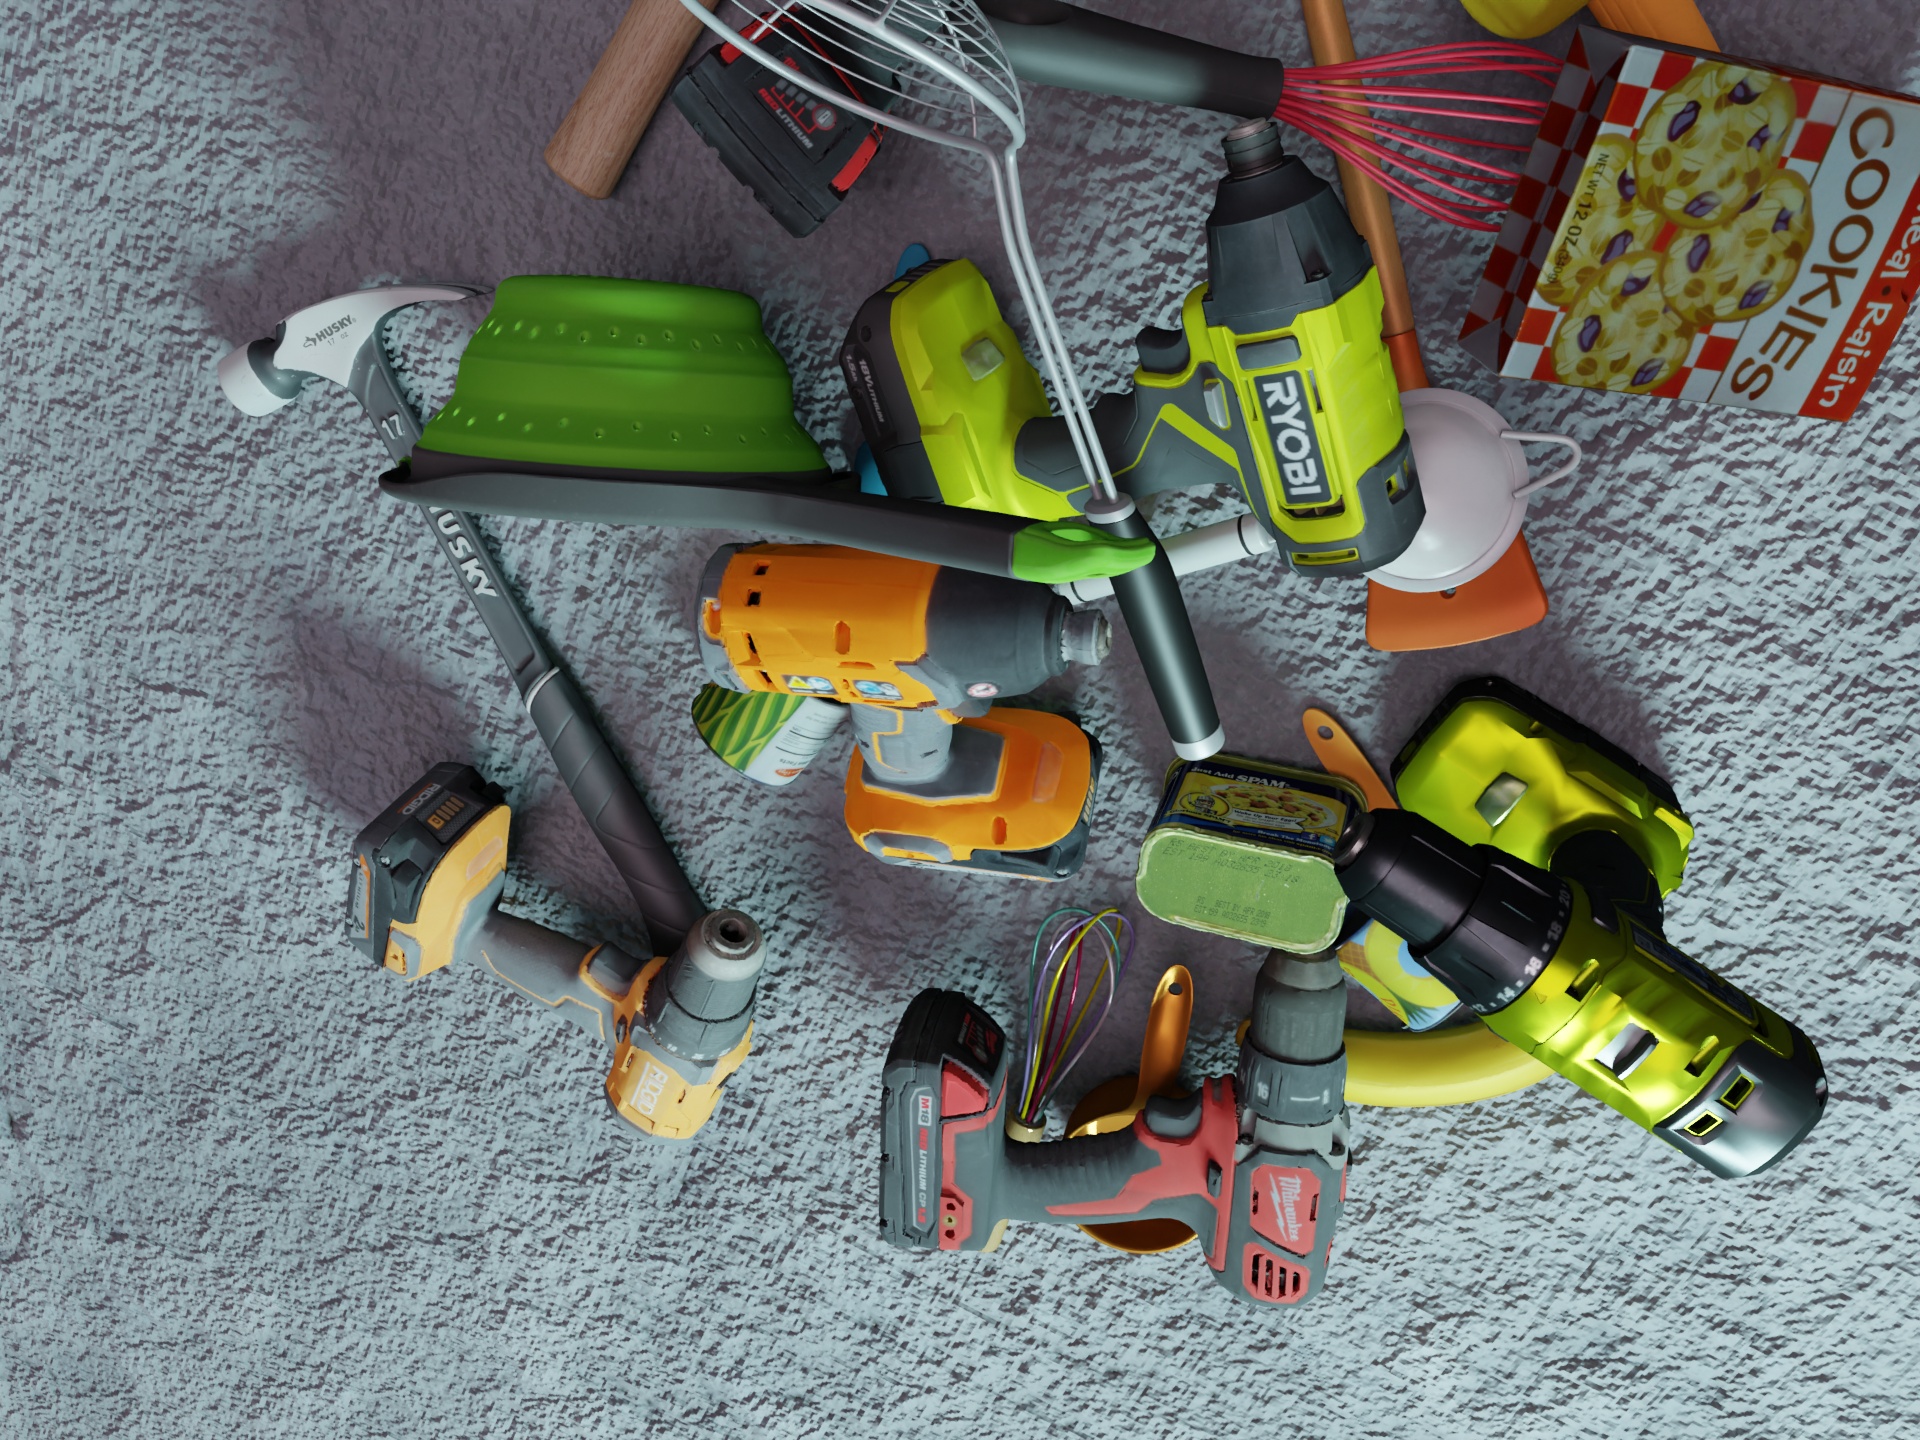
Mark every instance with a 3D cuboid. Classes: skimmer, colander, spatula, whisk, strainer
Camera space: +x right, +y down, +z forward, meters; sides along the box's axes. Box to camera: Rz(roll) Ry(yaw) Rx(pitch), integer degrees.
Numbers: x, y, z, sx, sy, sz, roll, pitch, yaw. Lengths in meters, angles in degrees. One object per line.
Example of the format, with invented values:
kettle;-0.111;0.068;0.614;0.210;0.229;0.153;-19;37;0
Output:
skimmer;0.012;-0.118;0.591;0.090;0.127;0.363;-33;120;-14
colander;-0.085;-0.125;0.631;0.397;0.204;0.094;16;107;42
spatula;0.181;-0.189;0.681;0.081;0.041;0.322;-9;107;29
whisk;0.135;-0.237;0.607;0.295;0.073;0.073;4;115;-17
strainer;0.139;-0.085;0.708;0.258;0.050;0.087;-14;85;35
whisk;0.040;0.200;0.867;0.051;0.047;0.244;19;117;4

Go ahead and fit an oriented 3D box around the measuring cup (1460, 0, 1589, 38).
measuring cup;0.178;-0.321;0.617;0.156;0.062;0.029;42;77;12

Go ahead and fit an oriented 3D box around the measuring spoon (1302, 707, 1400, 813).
measuring spoon;0.206;0.039;0.783;0.021;0.011;0.117;-32;98;40

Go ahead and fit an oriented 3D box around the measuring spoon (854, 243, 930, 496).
measuring spoon;-0.029;-0.159;0.753;0.042;0.021;0.128;11;114;9

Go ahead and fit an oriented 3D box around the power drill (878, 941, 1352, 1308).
power drill;0.079;0.187;0.781;0.227;0.080;0.187;5;108;8

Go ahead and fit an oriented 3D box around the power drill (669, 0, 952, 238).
power drill;-0.006;-0.299;0.628;0.219;0.143;0.078;-35;111;25

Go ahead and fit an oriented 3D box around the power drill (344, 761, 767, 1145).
power drill;-0.208;0.116;0.841;0.226;0.084;0.185;33;136;4

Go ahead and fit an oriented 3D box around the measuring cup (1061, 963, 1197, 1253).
measuring cup;0.103;0.197;0.847;0.095;0.052;0.173;12;109;9

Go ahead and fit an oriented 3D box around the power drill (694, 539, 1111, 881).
power drill;-0.001;-0.002;0.701;0.164;0.084;0.226;4;156;18

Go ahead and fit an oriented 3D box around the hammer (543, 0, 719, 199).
hammer;-0.088;-0.371;0.680;0.130;0.031;0.331;38;115;-4

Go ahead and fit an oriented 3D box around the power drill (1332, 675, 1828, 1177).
power drill;0.241;0.066;0.662;0.190;0.228;0.080;33;115;-1

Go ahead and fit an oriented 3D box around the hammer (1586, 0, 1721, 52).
hammer;0.209;-0.349;0.586;0.034;0.127;0.336;-42;105;-13

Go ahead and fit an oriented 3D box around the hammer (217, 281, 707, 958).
hammer;-0.226;-0.036;0.843;0.149;0.036;0.408;-22;105;19

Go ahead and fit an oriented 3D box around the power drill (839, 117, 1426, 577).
power drill;0.066;-0.141;0.656;0.223;0.080;0.171;0;122;38
